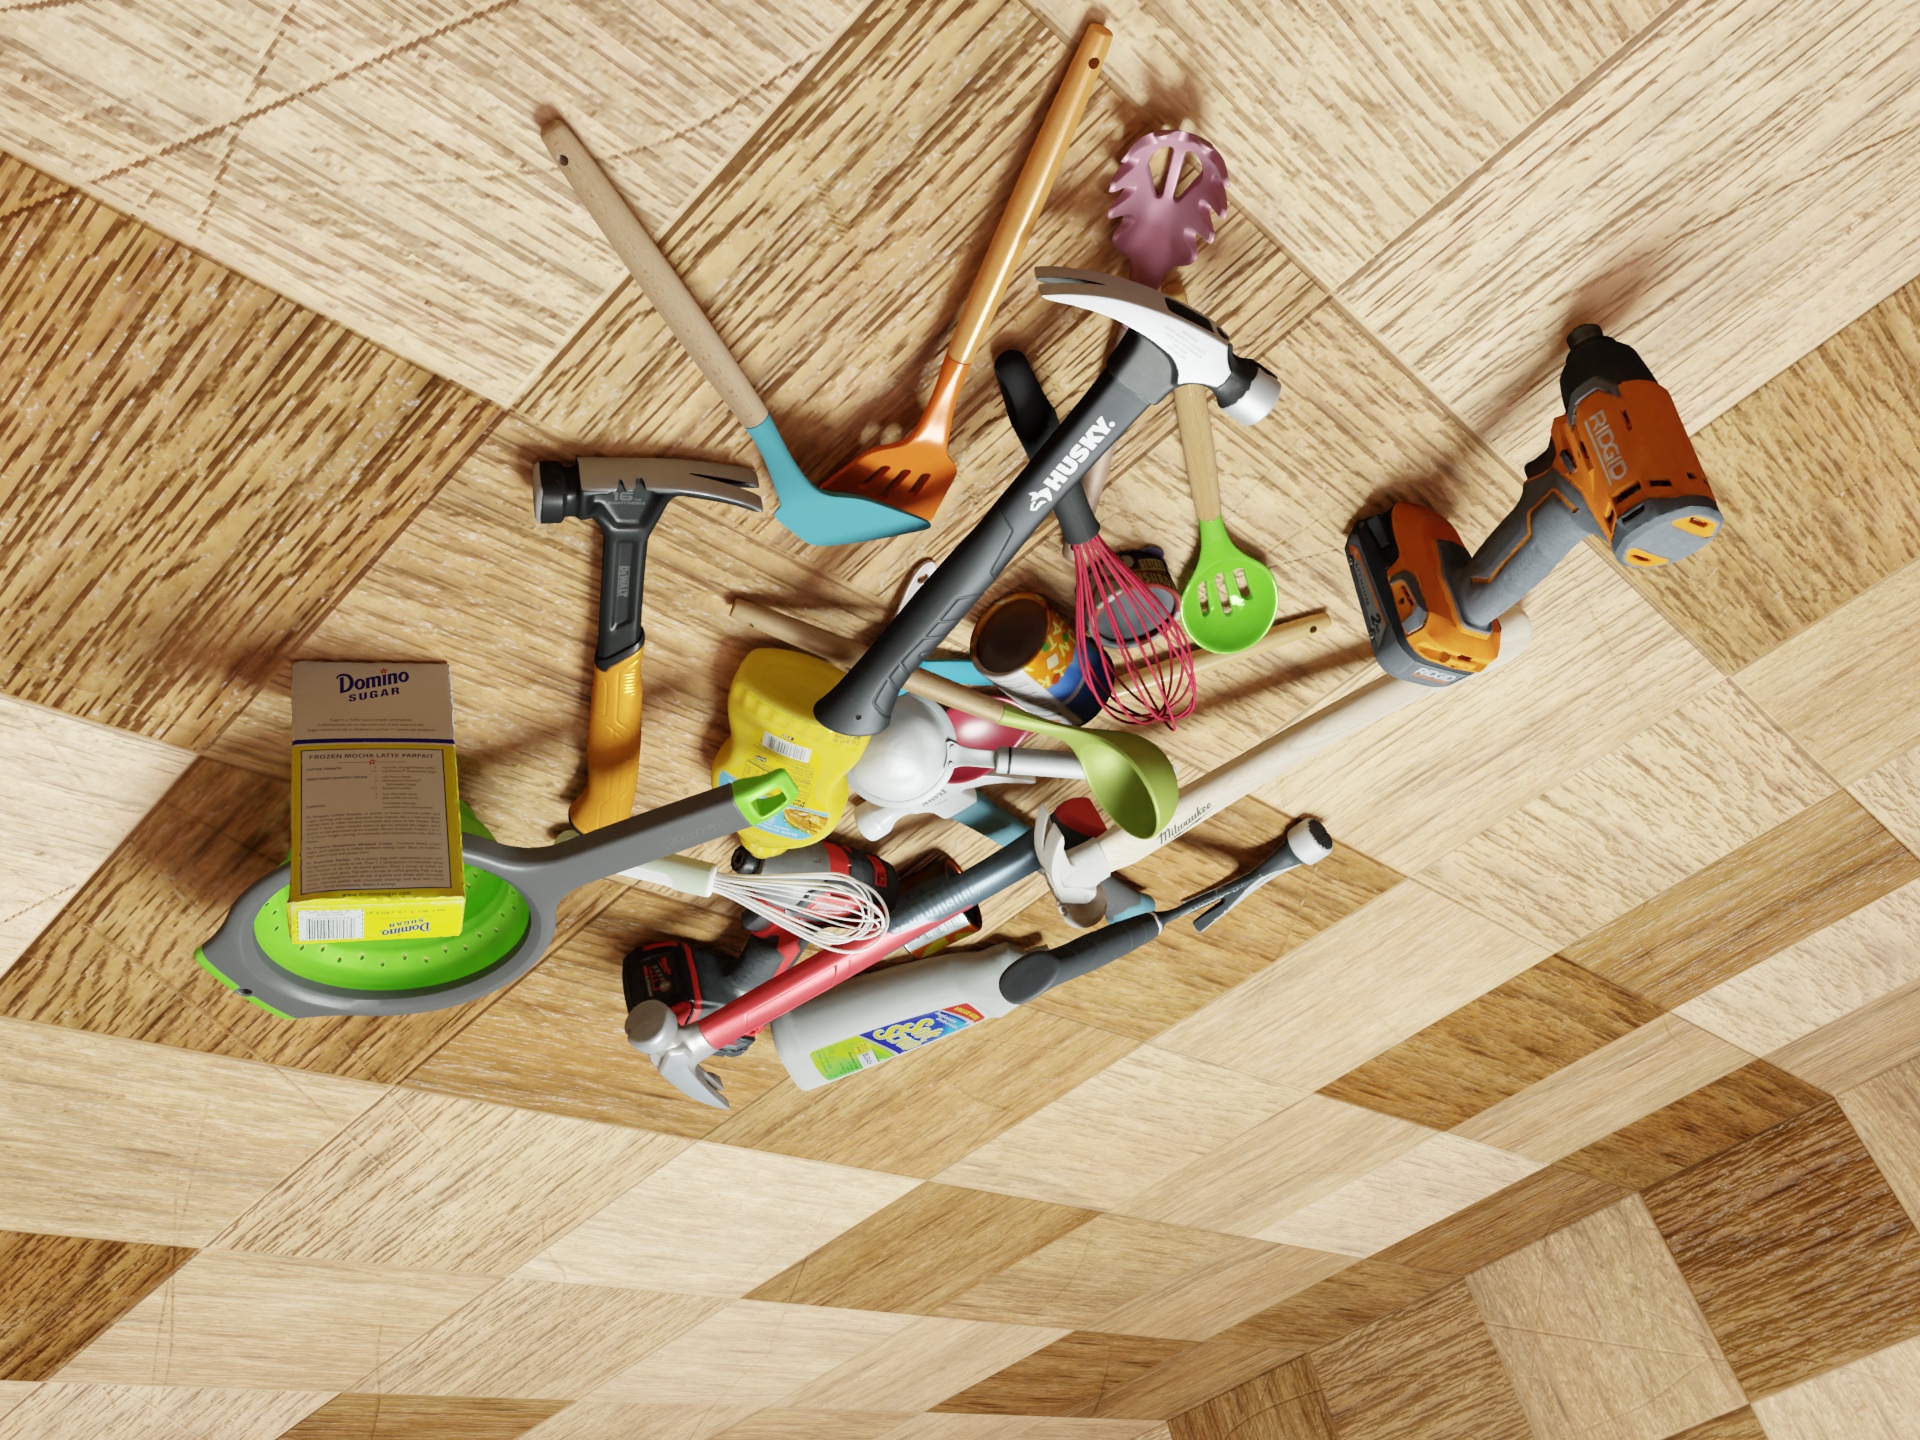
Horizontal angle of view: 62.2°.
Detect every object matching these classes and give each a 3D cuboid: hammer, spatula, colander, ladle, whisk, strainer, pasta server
[{"bbox_3d":[0.062,0.106,1.289,0.128,0.033,0.330,-32,141,20],"label":"hammer"},{"bbox_3d":[-0.120,-0.186,0.840,0.082,0.044,0.317,-6,141,27],"label":"spatula"},{"bbox_3d":[-0.301,0.080,1.055,0.397,0.095,0.204,-20,143,5],"label":"colander"},{"bbox_3d":[0.119,-0.025,1.149,0.315,0.031,0.069,-18,126,-3],"label":"ladle"},{"bbox_3d":[-0.208,-0.031,1.006,0.127,0.034,0.336,-2,141,-18],"label":"hammer"},{"bbox_3d":[0.018,-0.108,0.911,0.146,0.035,0.334,28,122,-25],"label":"hammer"},{"bbox_3d":[0.155,0.159,1.261,0.149,0.036,0.409,-40,163,33],"label":"hammer"},{"bbox_3d":[0.081,-0.100,0.976,0.073,0.073,0.295,-23,127,7],"label":"whisk"},{"bbox_3d":[0.022,0.026,1.101,0.258,0.050,0.087,4,100,-2],"label":"strainer"},{"bbox_3d":[0.242,0.017,1.177,0.410,0.038,0.146,-29,146,-5],"label":"hammer"},{"bbox_3d":[-0.057,0.175,1.222,0.386,0.038,0.143,-29,141,1],"label":"hammer"},{"bbox_3d":[-0.002,-0.003,1.029,0.320,0.062,0.078,22,162,-13],"label":"ladle"},{"bbox_3d":[0.091,-0.199,0.907,0.060,0.040,0.316,14,141,1],"label":"pasta server"},{"bbox_3d":[0.006,-0.222,0.858,0.081,0.041,0.322,6,133,-25],"label":"spatula"},{"bbox_3d":[-0.171,0.118,1.141,0.246,0.059,0.057,14,146,-1],"label":"whisk"}]

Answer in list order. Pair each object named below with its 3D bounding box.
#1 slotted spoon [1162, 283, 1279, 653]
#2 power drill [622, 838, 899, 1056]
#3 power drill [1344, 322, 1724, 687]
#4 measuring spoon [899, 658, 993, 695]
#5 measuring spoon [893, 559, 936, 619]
[{"bbox_3d":[0.156,-0.150,1.006,0.070,0.031,0.313,-19,141,3],"label":"slotted spoon"},{"bbox_3d":[-0.164,0.170,1.248,0.143,0.079,0.219,21,126,-41],"label":"power drill"},{"bbox_3d":[0.356,-0.136,1.016,0.084,0.164,0.226,11,147,-32],"label":"power drill"},{"bbox_3d":[-0.009,-0.028,1.082,0.128,0.021,0.042,2,132,-39],"label":"measuring spoon"},{"bbox_3d":[-0.043,-0.061,1.054,0.034,0.018,0.124,-5,136,-35],"label":"measuring spoon"}]
